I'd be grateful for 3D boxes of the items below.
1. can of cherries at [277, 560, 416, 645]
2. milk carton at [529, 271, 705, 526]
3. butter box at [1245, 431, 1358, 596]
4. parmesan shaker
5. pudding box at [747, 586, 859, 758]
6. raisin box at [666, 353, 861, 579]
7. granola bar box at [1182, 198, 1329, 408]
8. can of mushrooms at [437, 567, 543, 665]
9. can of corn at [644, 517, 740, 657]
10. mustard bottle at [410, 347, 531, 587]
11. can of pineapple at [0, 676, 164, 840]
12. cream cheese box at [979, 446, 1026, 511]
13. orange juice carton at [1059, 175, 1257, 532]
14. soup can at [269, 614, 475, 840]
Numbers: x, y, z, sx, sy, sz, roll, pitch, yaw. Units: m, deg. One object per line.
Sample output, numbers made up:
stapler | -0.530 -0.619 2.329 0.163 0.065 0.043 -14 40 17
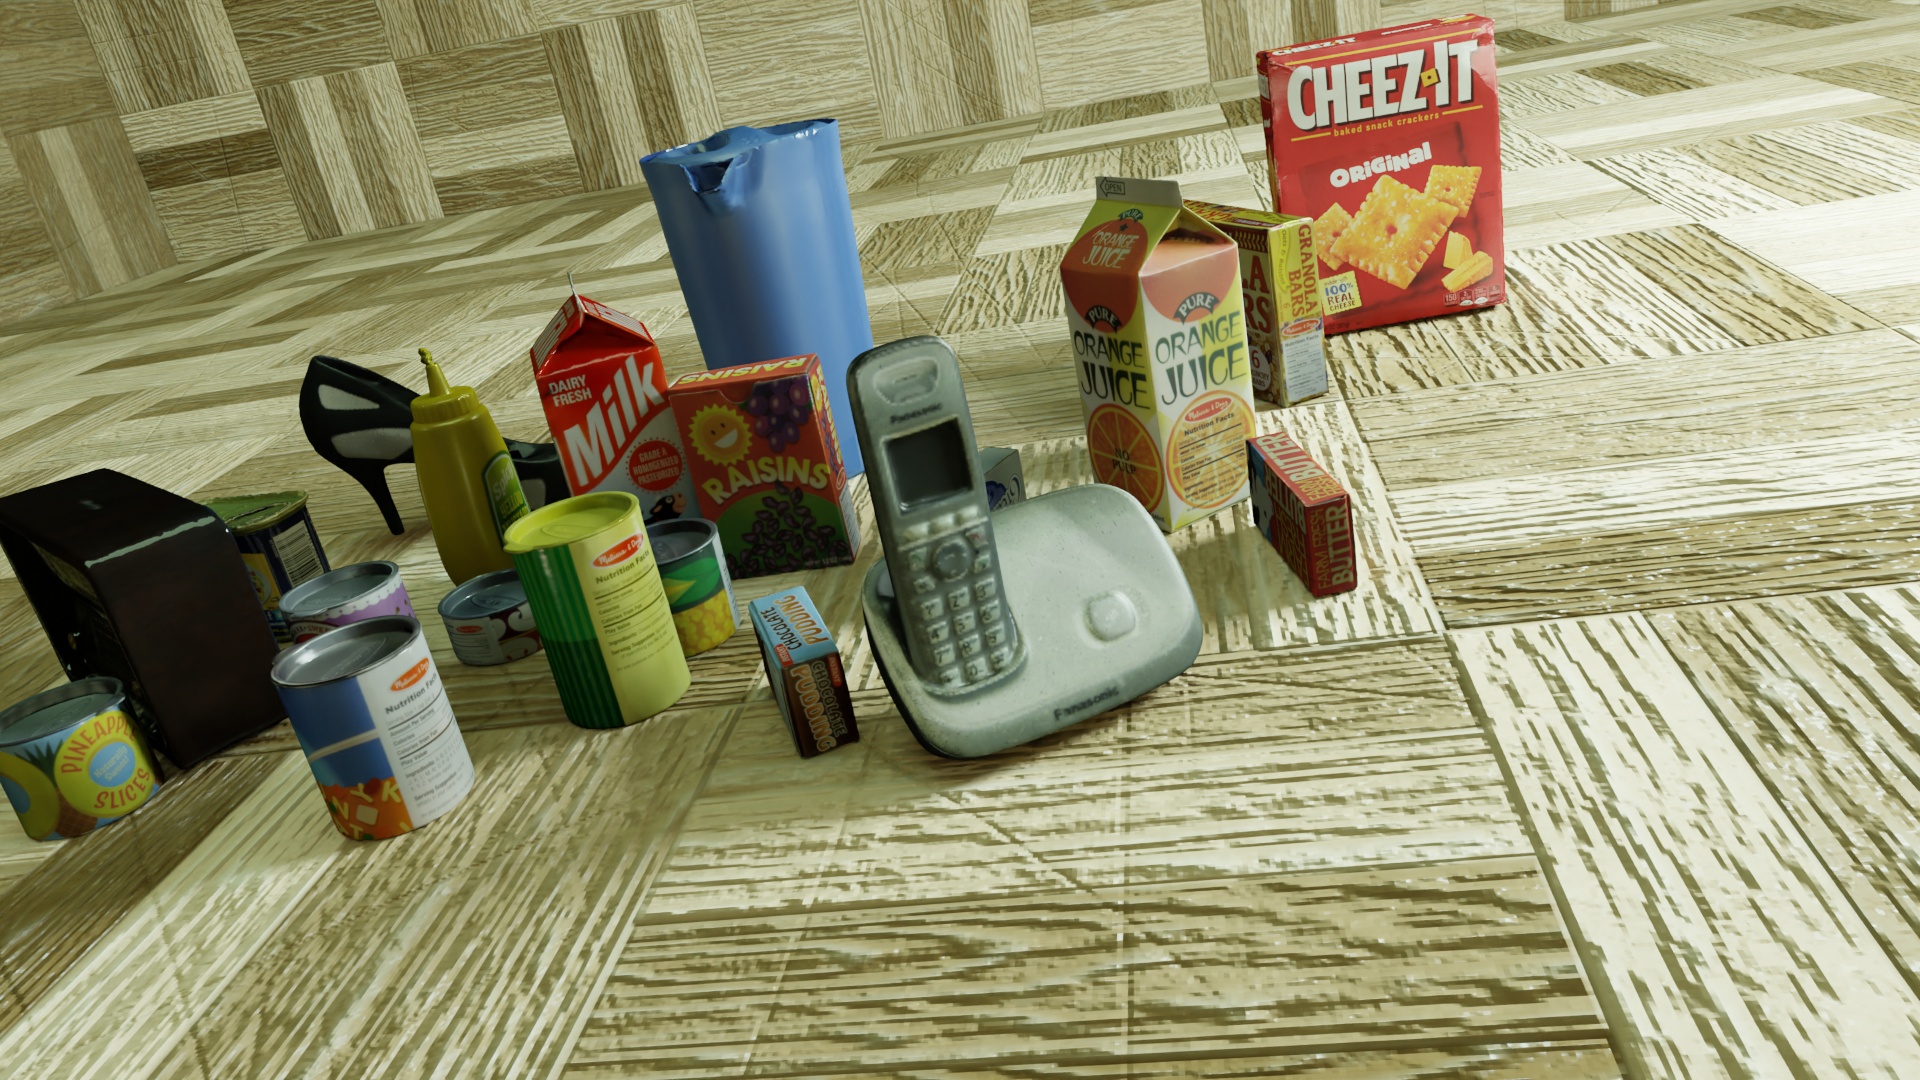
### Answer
can of cherries | -0.348 0.052 0.795 0.071 0.058 0.072 -10 22 4
milk carton | -0.207 -0.065 0.834 0.073 0.189 0.072 -17 23 -14
butter box | 0.175 -0.015 0.717 0.024 0.053 0.104 -12 22 -1
parmesan shaker | -0.183 0.036 0.698 0.071 0.102 0.071 -10 22 4
pudding box | -0.075 0.060 0.659 0.030 0.049 0.084 -17 23 -13
raisin box | -0.115 -0.043 0.826 0.086 0.123 0.040 -8 22 9
granola bar box | 0.192 -0.174 0.992 0.039 0.123 0.166 -19 23 -17
can of mushrooms | -0.265 0.043 0.812 0.071 0.033 0.071 -10 22 4
can of corn | -0.162 0.028 0.766 0.071 0.058 0.071 -10 22 4
mustard bottle | -0.312 -0.045 0.876 0.049 0.159 0.065 -7 22 11
can of pineapple | -0.449 0.110 0.705 0.071 0.057 0.071 -10 22 4
cream cheese box | 0.003 -0.010 0.784 0.024 0.053 0.104 4 27 33
orange juice carton | 0.113 -0.110 0.790 0.073 0.192 0.072 -23 25 -26
soup can | -0.273 0.086 0.646 0.071 0.083 0.071 -10 22 4
